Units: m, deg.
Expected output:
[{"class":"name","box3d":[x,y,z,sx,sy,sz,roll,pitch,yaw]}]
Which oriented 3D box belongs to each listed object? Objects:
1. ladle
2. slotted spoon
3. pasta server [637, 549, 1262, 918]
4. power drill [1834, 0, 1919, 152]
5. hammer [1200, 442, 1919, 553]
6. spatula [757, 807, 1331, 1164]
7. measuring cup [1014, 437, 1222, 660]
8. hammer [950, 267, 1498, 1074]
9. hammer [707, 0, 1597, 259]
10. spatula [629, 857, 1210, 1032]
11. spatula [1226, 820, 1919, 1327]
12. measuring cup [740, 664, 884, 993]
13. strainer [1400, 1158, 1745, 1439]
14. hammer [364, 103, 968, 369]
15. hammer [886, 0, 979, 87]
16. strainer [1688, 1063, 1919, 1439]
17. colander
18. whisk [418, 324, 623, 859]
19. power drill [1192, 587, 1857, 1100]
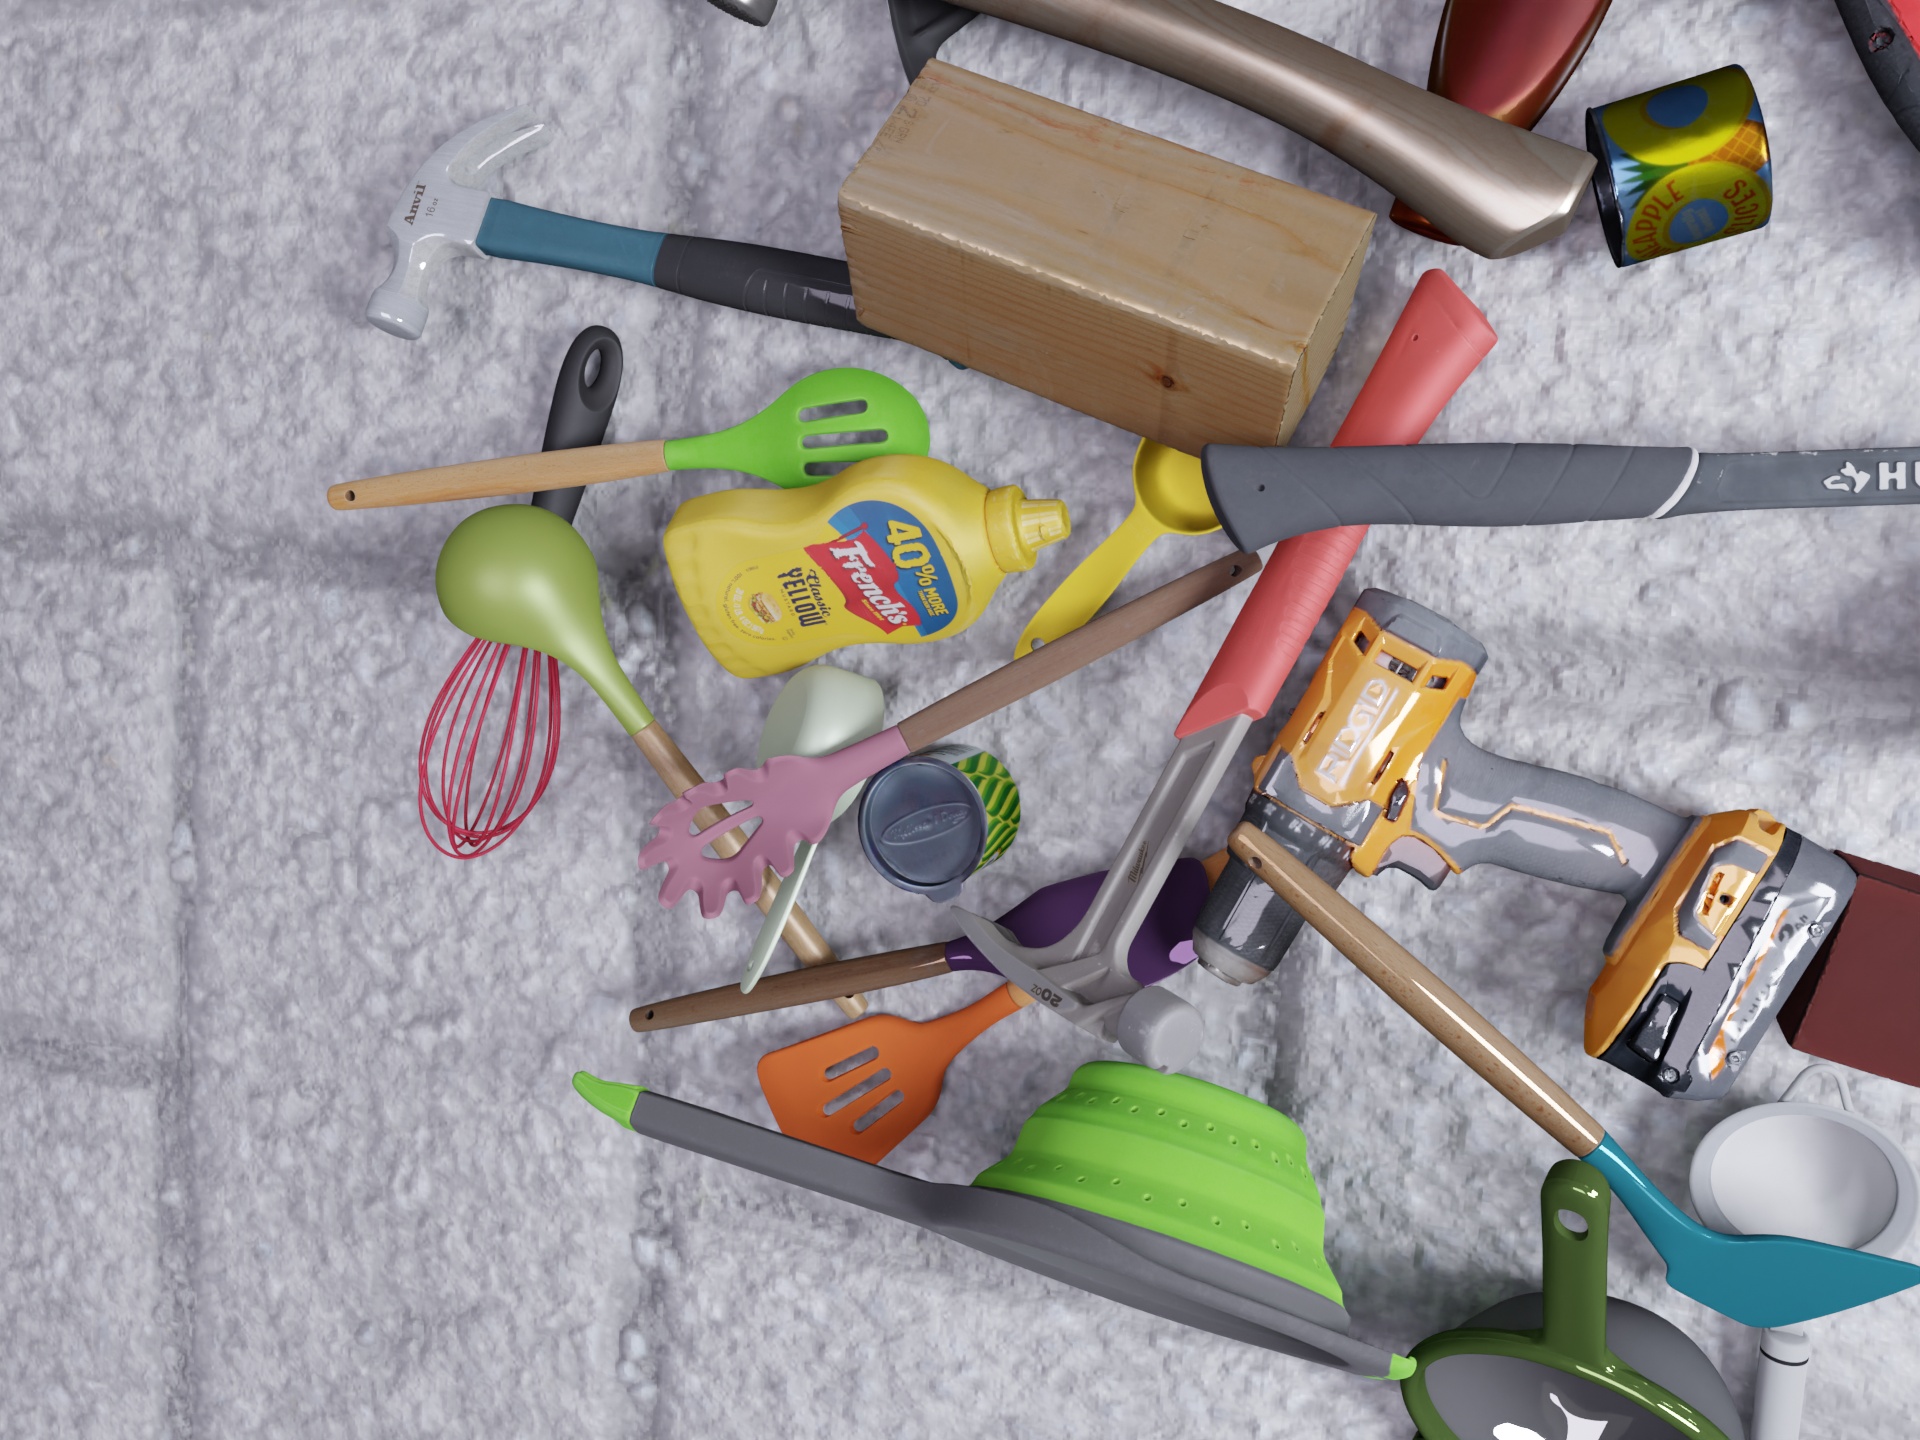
[{"class":"ladle","box3d":[-0.149,0.026,0.812,0.320,0.078,0.062,54,154,-11]},{"class":"slotted spoon","box3d":[-0.172,-0.128,0.801,0.314,0.031,0.070,-5,99,8]},{"class":"pasta server","box3d":[-0.001,-0.002,0.732,0.316,0.040,0.060,-27,104,-1]},{"class":"power drill","box3d":[0.388,-0.285,0.602,0.143,0.078,0.220,-38,80,18]},{"class":"hammer","box3d":[0.301,-0.099,0.624,0.409,0.036,0.149,0,92,5]},{"class":"spatula","box3d":[0.044,0.125,0.779,0.322,0.041,0.081,-34,79,18]},{"class":"measuring cup","box3d":[0.080,-0.081,0.757,0.062,0.029,0.156,47,115,10]},{"class":"hammer","box3d":[0.125,-0.033,0.699,0.149,0.036,0.359,28,89,53]},{"class":"hammer","box3d":[0.078,-0.312,0.687,0.411,0.038,0.146,29,102,16]},{"class":"spatula","box3d":[-0.028,0.124,0.786,0.316,0.018,0.060,-14,69,20]},{"class":"spatula","box3d":[0.232,0.144,0.633,0.317,0.044,0.082,42,137,2]},{"class":"measuring cup","box3d":[-0.088,0.051,0.781,0.038,0.083,0.167,24,85,-26]},{"class":"strainer","box3d":[0.263,0.251,0.662,0.151,0.069,0.256,10,132,33]},{"class":"hammer","box3d":[-0.137,-0.227,0.799,0.331,0.033,0.128,14,83,13]},{"class":"hammer","box3d":[0.124,-0.363,0.706,0.337,0.034,0.127,-12,91,20]},{"class":"strainer","box3d":[0.355,0.260,0.686,0.087,0.050,0.258,5,103,21]},{"class":"colander","box3d":[0.015,0.194,0.736,0.397,0.204,0.094,15,69,11]},{"class":"whisk","box3d":[-0.230,-0.066,0.849,0.073,0.073,0.296,19,96,17]},{"class":"power drill","box3d":[0.225,0.073,0.680,0.226,0.084,0.185,31,95,16]}]
